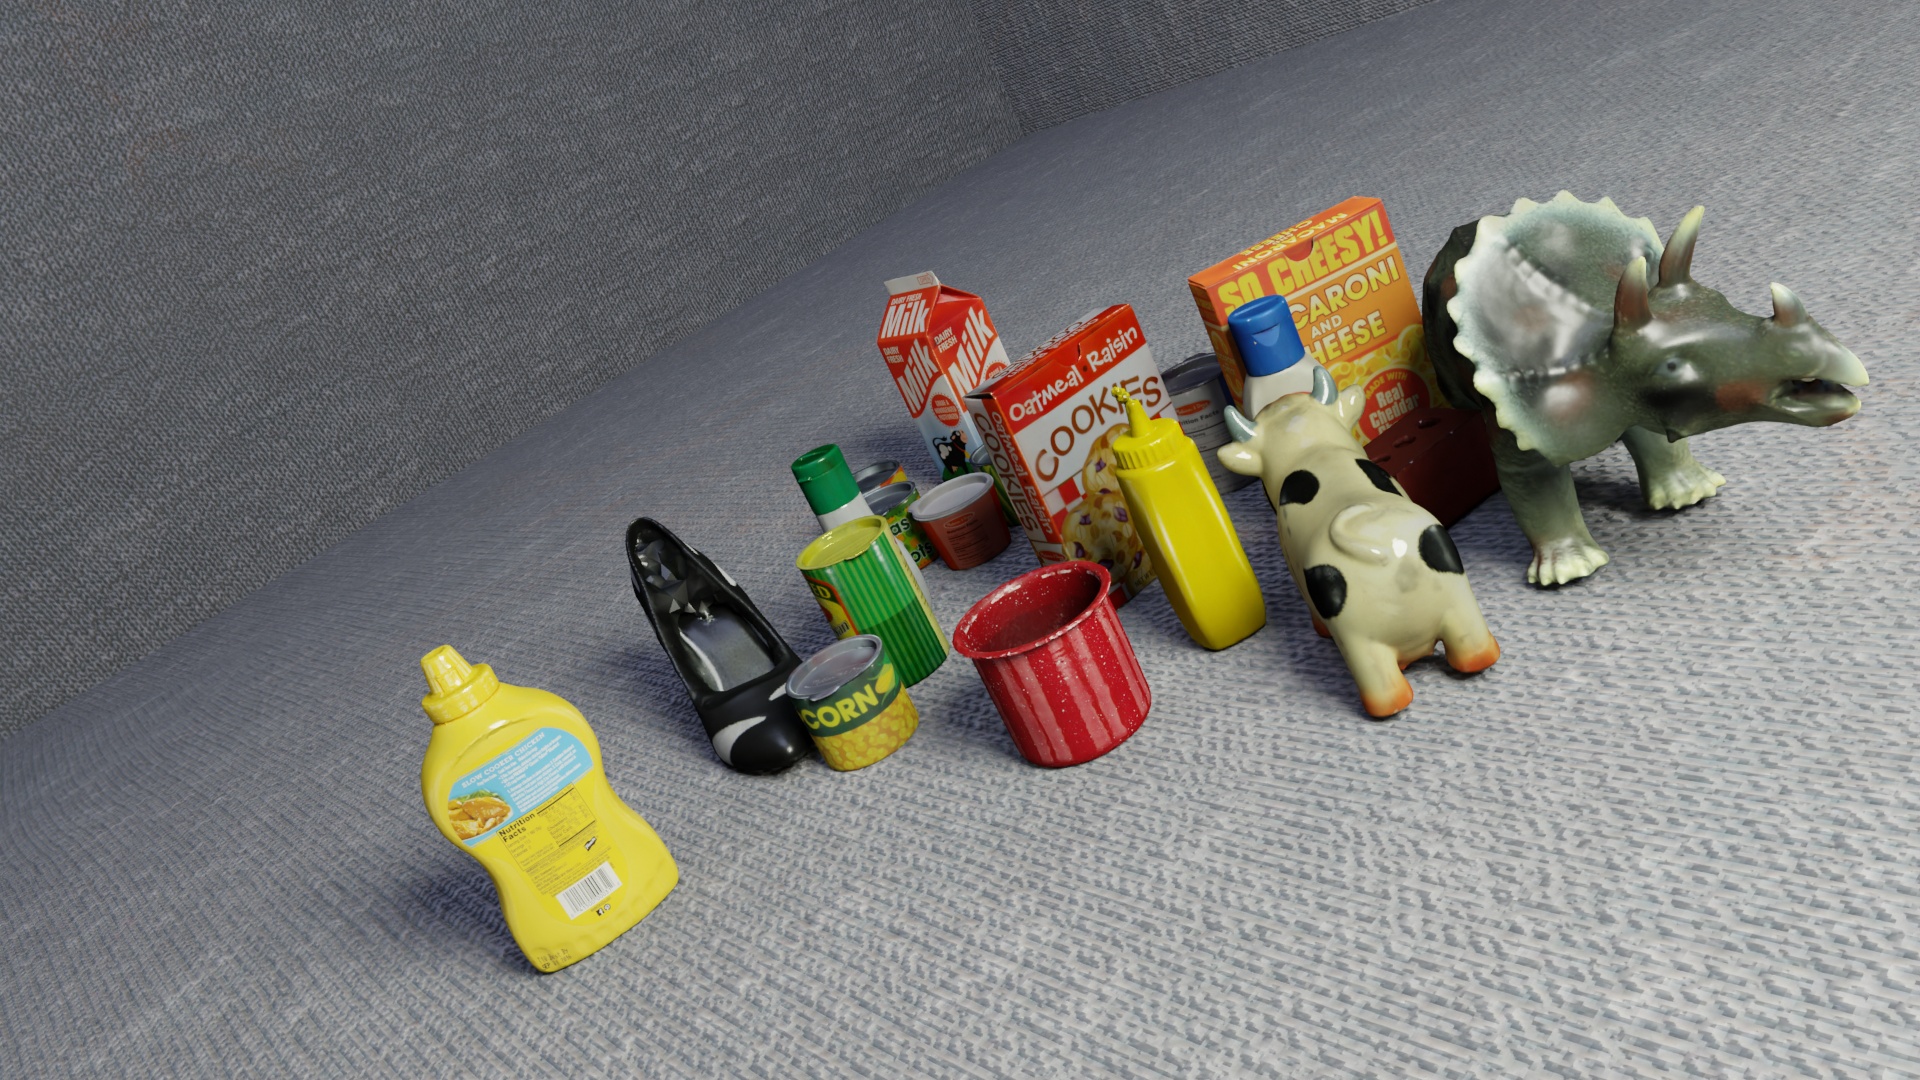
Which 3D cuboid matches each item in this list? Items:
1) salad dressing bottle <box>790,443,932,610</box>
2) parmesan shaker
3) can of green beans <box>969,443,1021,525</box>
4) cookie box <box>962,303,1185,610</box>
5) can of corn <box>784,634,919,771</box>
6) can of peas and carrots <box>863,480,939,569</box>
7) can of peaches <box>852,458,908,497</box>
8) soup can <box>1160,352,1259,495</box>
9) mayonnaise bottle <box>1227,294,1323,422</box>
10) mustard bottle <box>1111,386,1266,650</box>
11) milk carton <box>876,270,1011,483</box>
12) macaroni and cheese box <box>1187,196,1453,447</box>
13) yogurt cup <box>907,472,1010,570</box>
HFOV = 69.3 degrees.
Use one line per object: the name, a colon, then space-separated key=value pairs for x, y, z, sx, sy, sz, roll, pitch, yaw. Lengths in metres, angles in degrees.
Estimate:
salad dressing bottle: x=-0.071 y=0.003 z=0.980 sx=0.064 sy=0.147 sz=0.044 roll=-9 pitch=26 yaw=39
parmesan shaker: x=-0.057 y=0.044 z=0.926 sx=0.071 sy=0.102 sz=0.071 roll=-23 pitch=20 yaw=9
can of green beans: x=0.048 y=-0.052 z=1.106 sx=0.071 sy=0.057 sz=0.071 roll=-23 pitch=20 yaw=9
cookie box: x=0.089 y=-0.050 z=0.891 sx=0.123 sy=0.167 sz=0.040 roll=-36 pitch=22 yaw=-26
can of corn: x=-0.067 y=0.102 z=0.861 sx=0.071 sy=0.058 sz=0.071 roll=-23 pitch=20 yaw=9
can of peas and carrots: x=-0.054 y=-0.006 z=1.114 sx=0.071 sy=0.058 sz=0.071 roll=-23 pitch=20 yaw=9
can of peaches: x=-0.069 y=-0.029 z=1.190 sx=0.071 sy=0.058 sz=0.071 roll=-23 pitch=20 yaw=9
soup can: x=0.179 y=-0.084 z=0.990 sx=0.071 sy=0.083 sz=0.071 roll=-23 pitch=20 yaw=9
mayonnaise bottle: x=0.204 y=-0.075 z=0.842 sx=0.065 sy=0.147 sz=0.041 roll=-22 pitch=20 yaw=11
mustard bottle: x=0.122 y=-0.017 z=0.779 sx=0.049 sy=0.159 sz=0.065 roll=-27 pitch=20 yaw=-3
milk carton: x=-0.006 y=-0.143 z=1.203 sx=0.074 sy=0.190 sz=0.072 roll=-39 pitch=23 yaw=-33
macaroni and cheese box: x=0.233 y=-0.115 z=0.881 sx=0.124 sy=0.166 sz=0.040 roll=-27 pitch=19 yaw=-3
yogurt cup: x=0.004 y=-0.013 z=1.069 sx=0.072 sy=0.053 sz=0.072 roll=-23 pitch=20 yaw=9
